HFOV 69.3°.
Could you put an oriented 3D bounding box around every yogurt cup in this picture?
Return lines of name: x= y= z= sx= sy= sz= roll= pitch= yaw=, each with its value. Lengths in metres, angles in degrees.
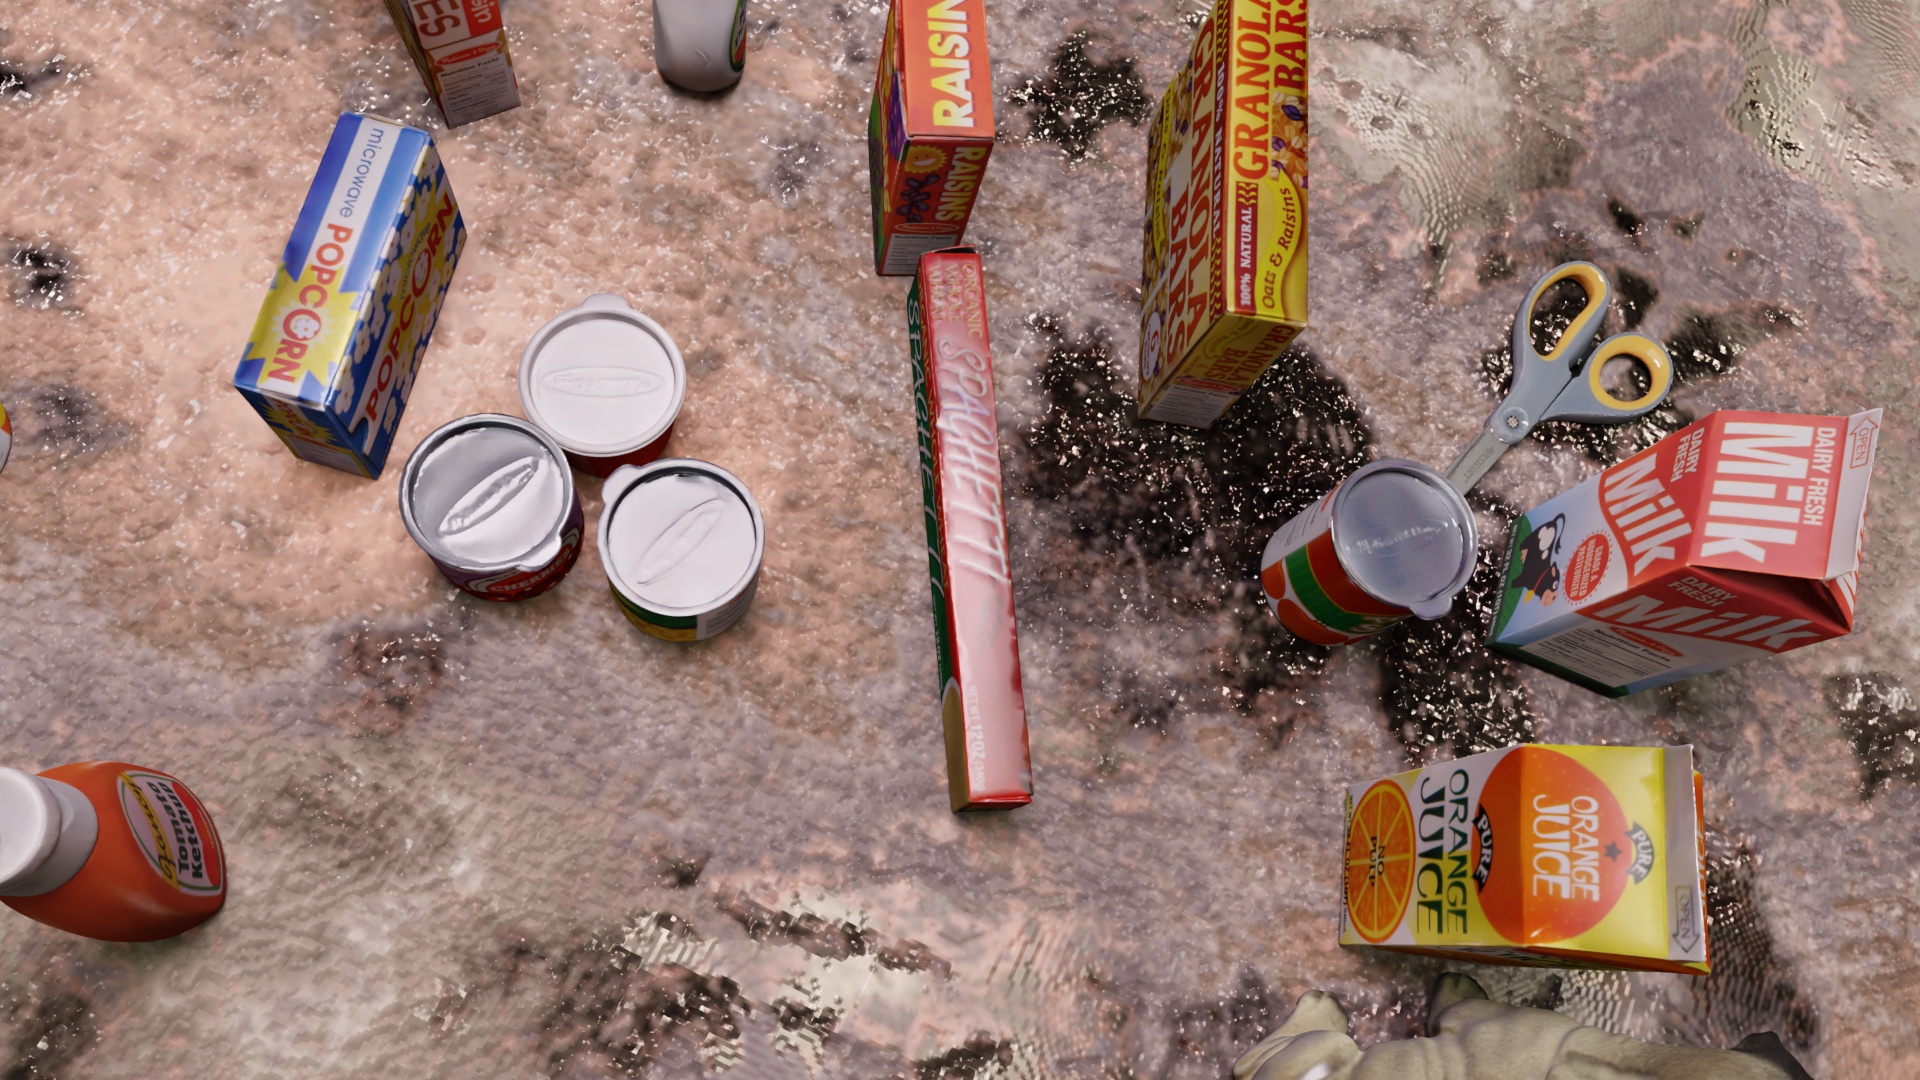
yogurt cup: x=-0.152 y=-0.060 z=0.598 sx=0.072 sy=0.053 sz=0.072 roll=3 pitch=73 yaw=-9

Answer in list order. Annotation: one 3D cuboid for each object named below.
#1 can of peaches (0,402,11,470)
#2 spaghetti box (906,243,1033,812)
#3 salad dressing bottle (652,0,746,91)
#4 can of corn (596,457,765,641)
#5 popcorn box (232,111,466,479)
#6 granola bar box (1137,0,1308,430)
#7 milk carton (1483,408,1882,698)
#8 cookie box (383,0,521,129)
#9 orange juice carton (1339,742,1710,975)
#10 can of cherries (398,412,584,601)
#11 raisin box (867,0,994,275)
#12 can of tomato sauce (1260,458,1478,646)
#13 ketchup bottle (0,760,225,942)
can of peaches: x=-0.422 y=-0.049 z=0.543 sx=0.071 sy=0.058 sz=0.071 roll=3 pitch=73 yaw=-9
spaghetti box: x=0.002 y=-0.008 z=0.612 sx=0.029 sy=0.050 sz=0.250 roll=-2 pitch=74 yaw=-11
salad dressing bottle: x=-0.115 y=-0.259 z=0.614 sx=0.044 sy=0.147 sz=0.064 roll=3 pitch=74 yaw=-9
can of corn: x=-0.118 y=0.004 z=0.583 sx=0.071 sy=0.058 sz=0.071 roll=3 pitch=73 yaw=-9
popcorn box: x=-0.248 y=-0.100 z=0.576 sx=0.038 sy=0.085 sz=0.127 roll=14 pitch=72 yaw=-6
granola bar box: x=0.118 y=-0.150 z=0.637 sx=0.039 sy=0.124 sz=0.166 roll=7 pitch=73 yaw=-8
milk carton: x=0.311 y=0.007 z=0.590 sx=0.073 sy=0.190 sz=0.072 roll=22 pitch=72 yaw=-3
cookie box: x=-0.237 y=-0.275 z=0.586 sx=0.040 sy=0.167 sz=0.123 roll=-25 pitch=80 yaw=-16
orange juice carton: x=0.221 y=0.125 z=0.537 sx=0.073 sy=0.192 sz=0.072 roll=10 pitch=73 yaw=-7
can of cherries: x=-0.190 y=-0.010 z=0.574 sx=0.071 sy=0.058 sz=0.071 roll=3 pitch=73 yaw=-9
raisin box: x=-0.016 y=-0.185 z=0.623 sx=0.040 sy=0.123 sz=0.086 roll=0 pitch=74 yaw=-10
can of tomato sauce: x=0.181 y=0.010 z=0.622 sx=0.071 sy=0.083 sz=0.071 roll=3 pitch=74 yaw=-9
ketchup bottle: x=-0.299 y=0.104 z=0.472 sx=0.043 sy=0.148 sz=0.065 roll=-24 pitch=80 yaw=-16
